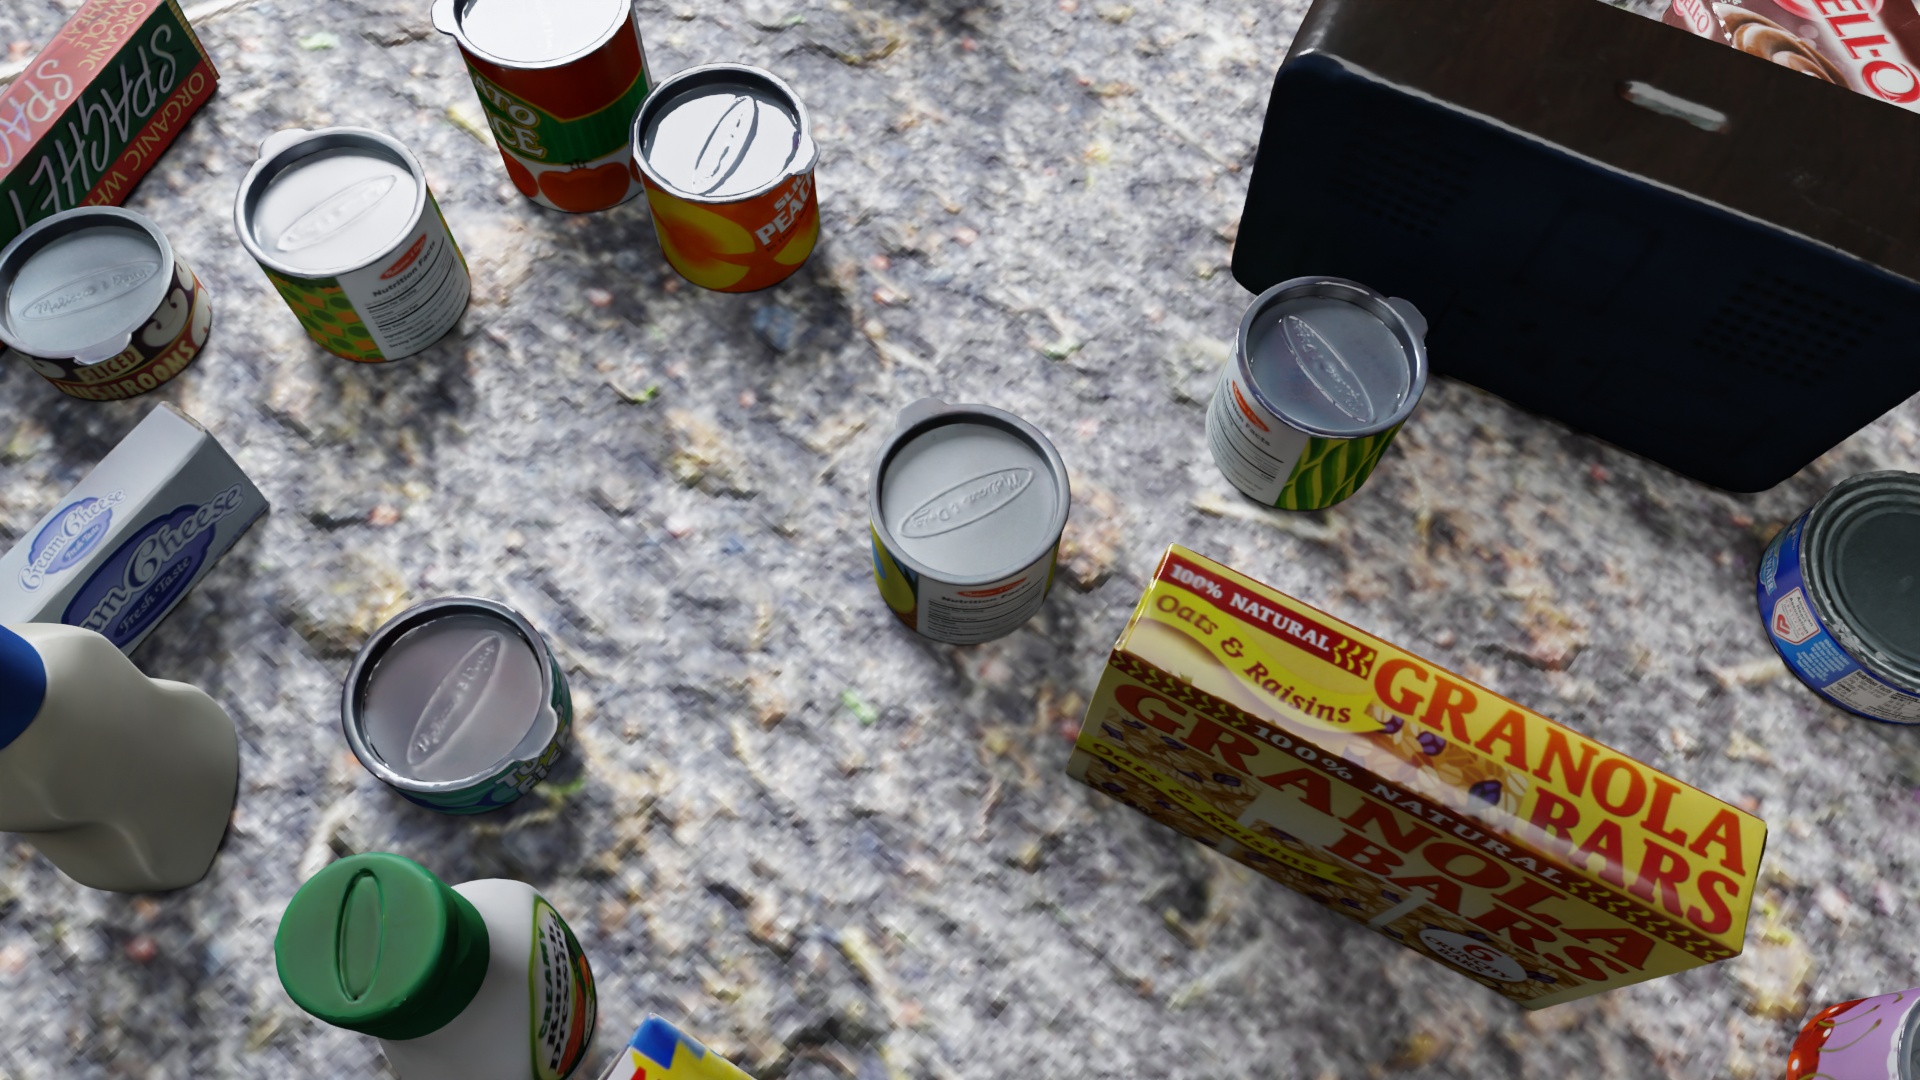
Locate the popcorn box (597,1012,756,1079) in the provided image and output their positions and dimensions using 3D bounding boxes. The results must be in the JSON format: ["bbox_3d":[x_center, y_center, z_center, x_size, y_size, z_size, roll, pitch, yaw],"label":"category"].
[{"bbox_3d":[-0.037,0.180,0.370,0.127,0.085,0.038,30,68,11],"label":"popcorn box"}]

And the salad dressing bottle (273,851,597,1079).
[{"bbox_3d":[-0.131,0.115,0.363,0.044,0.147,0.064,-5,65,-4],"label":"salad dressing bottle"}]

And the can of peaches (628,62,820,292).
[{"bbox_3d":[-0.086,-0.137,0.533,0.071,0.057,0.071,1,65,-2],"label":"can of peaches"}]

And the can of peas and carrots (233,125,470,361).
[{"bbox_3d":[-0.224,-0.110,0.514,0.071,0.058,0.071,1,65,-2],"label":"can of peas and carrots"}]

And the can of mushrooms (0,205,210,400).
[{"bbox_3d":[-0.317,-0.085,0.513,0.071,0.033,0.071,1,65,-2],"label":"can of mushrooms"}]

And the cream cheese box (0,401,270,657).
[{"bbox_3d":[-0.281,0.009,0.459,0.024,0.053,0.104,30,67,11],"label":"cream cheese box"}]

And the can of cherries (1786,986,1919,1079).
[{"bbox_3d":[0.287,0.166,0.404,0.071,0.058,0.072,1,65,-2],"label":"can of cherries"}]

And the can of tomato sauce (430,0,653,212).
[{"bbox_3d":[-0.155,-0.177,0.535,0.071,0.082,0.071,1,65,-2],"label":"can of tomato sauce"}]

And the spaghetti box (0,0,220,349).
[{"bbox_3d":[-0.363,-0.103,0.510,0.029,0.050,0.251,20,66,7],"label":"spaghetti box"}]

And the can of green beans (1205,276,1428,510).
[{"bbox_3d":[0.126,-0.052,0.501,0.071,0.057,0.071,1,65,-2],"label":"can of green beans"}]

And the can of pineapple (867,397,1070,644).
[{"bbox_3d":[0.002,-0.006,0.474,0.071,0.057,0.071,1,65,-2],"label":"can of pineapple"}]

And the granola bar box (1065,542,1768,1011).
[{"bbox_3d":[0.119,0.073,0.405,0.166,0.123,0.039,26,67,10],"label":"granola bar box"}]

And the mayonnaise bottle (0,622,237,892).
[{"bbox_3d":[-0.253,0.055,0.386,0.041,0.147,0.065,-1,65,-2],"label":"mayonnaise bottle"}]

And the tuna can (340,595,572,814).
[{"bbox_3d":[-0.160,0.055,0.453,0.071,0.032,0.071,1,65,-2],"label":"tuna can"}]
